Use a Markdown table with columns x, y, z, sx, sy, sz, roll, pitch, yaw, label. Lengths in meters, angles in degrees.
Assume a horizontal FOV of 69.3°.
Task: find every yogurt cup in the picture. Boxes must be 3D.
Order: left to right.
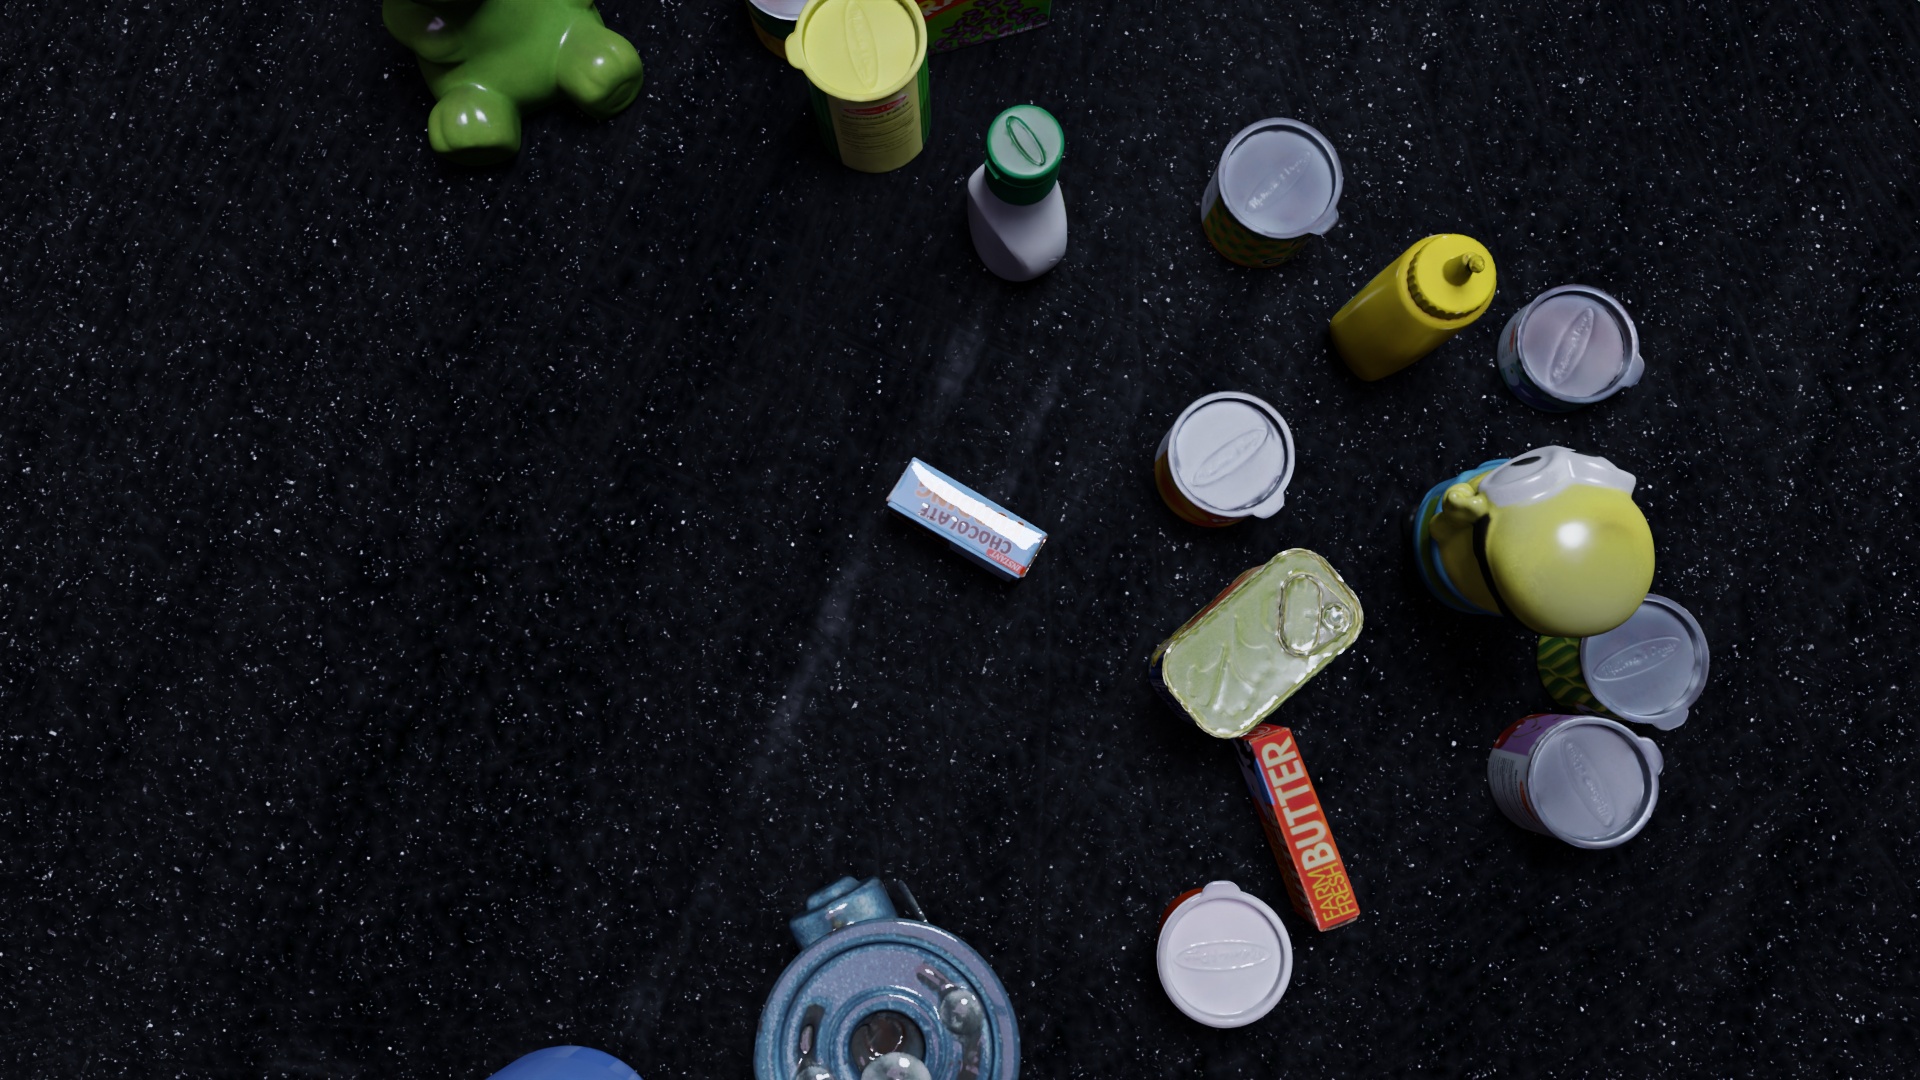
| x | y | z | sx | sy | sz | roll | pitch | yaw | label |
| --- | --- | --- | --- | --- | --- | --- | --- | --- | --- |
| 0.132 | 0.212 | 0.720 | 0.072 | 0.054 | 0.072 | 0 | 84 | 0 | yogurt cup |

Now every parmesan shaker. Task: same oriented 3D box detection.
| x | y | z | sx | sy | sz | roll | pitch | yaw | label |
| --- | --- | --- | --- | --- | --- | --- | --- | --- | --- |
| -0.052 | -0.246 | 0.744 | 0.071 | 0.103 | 0.071 | 0 | 84 | 0 | parmesan shaker |

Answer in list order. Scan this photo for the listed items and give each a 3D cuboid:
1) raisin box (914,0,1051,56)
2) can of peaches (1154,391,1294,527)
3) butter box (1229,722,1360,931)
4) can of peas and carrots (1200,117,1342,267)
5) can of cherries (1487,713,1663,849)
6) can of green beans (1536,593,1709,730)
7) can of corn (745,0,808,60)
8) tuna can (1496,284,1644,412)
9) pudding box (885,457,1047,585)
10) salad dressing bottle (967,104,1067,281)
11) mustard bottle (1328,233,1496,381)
| x | y | z | sx | sy | sz | roll | pitch | yaw | label |
| --- | --- | --- | --- | --- | --- | --- | --- | --- | --- |
| 0.007 | -0.311 | 0.741 | 0.086 | 0.123 | 0.040 | -15 | 85 | -2 | raisin box |
| 0.141 | -0.040 | 0.745 | 0.071 | 0.058 | 0.071 | 0 | 84 | 0 | can of peaches |
| 0.174 | 0.148 | 0.727 | 0.024 | 0.053 | 0.103 | -20 | 84 | -2 | butter box |
| 0.171 | -0.187 | 0.761 | 0.071 | 0.058 | 0.071 | 0 | 84 | 0 | can of peas and carrots |
| 0.321 | 0.124 | 0.728 | 0.071 | 0.058 | 0.071 | 0 | 84 | 0 | can of cherries |
| 0.348 | 0.062 | 0.735 | 0.071 | 0.058 | 0.071 | 0 | 84 | 0 | can of green beans |
| -0.090 | -0.310 | 0.773 | 0.071 | 0.058 | 0.071 | 0 | 84 | 0 | can of corn |
| 0.336 | -0.104 | 0.765 | 0.071 | 0.033 | 0.071 | 0 | 84 | 0 | tuna can |
| 0.003 | -0.009 | 0.745 | 0.084 | 0.049 | 0.030 | 30 | 85 | 3 | pudding box |
| 0.030 | -0.177 | 0.714 | 0.044 | 0.147 | 0.064 | -33 | 85 | -3 | salad dressing bottle |
| 0.235 | -0.123 | 0.703 | 0.065 | 0.160 | 0.049 | -33 | 85 | -3 | mustard bottle |
